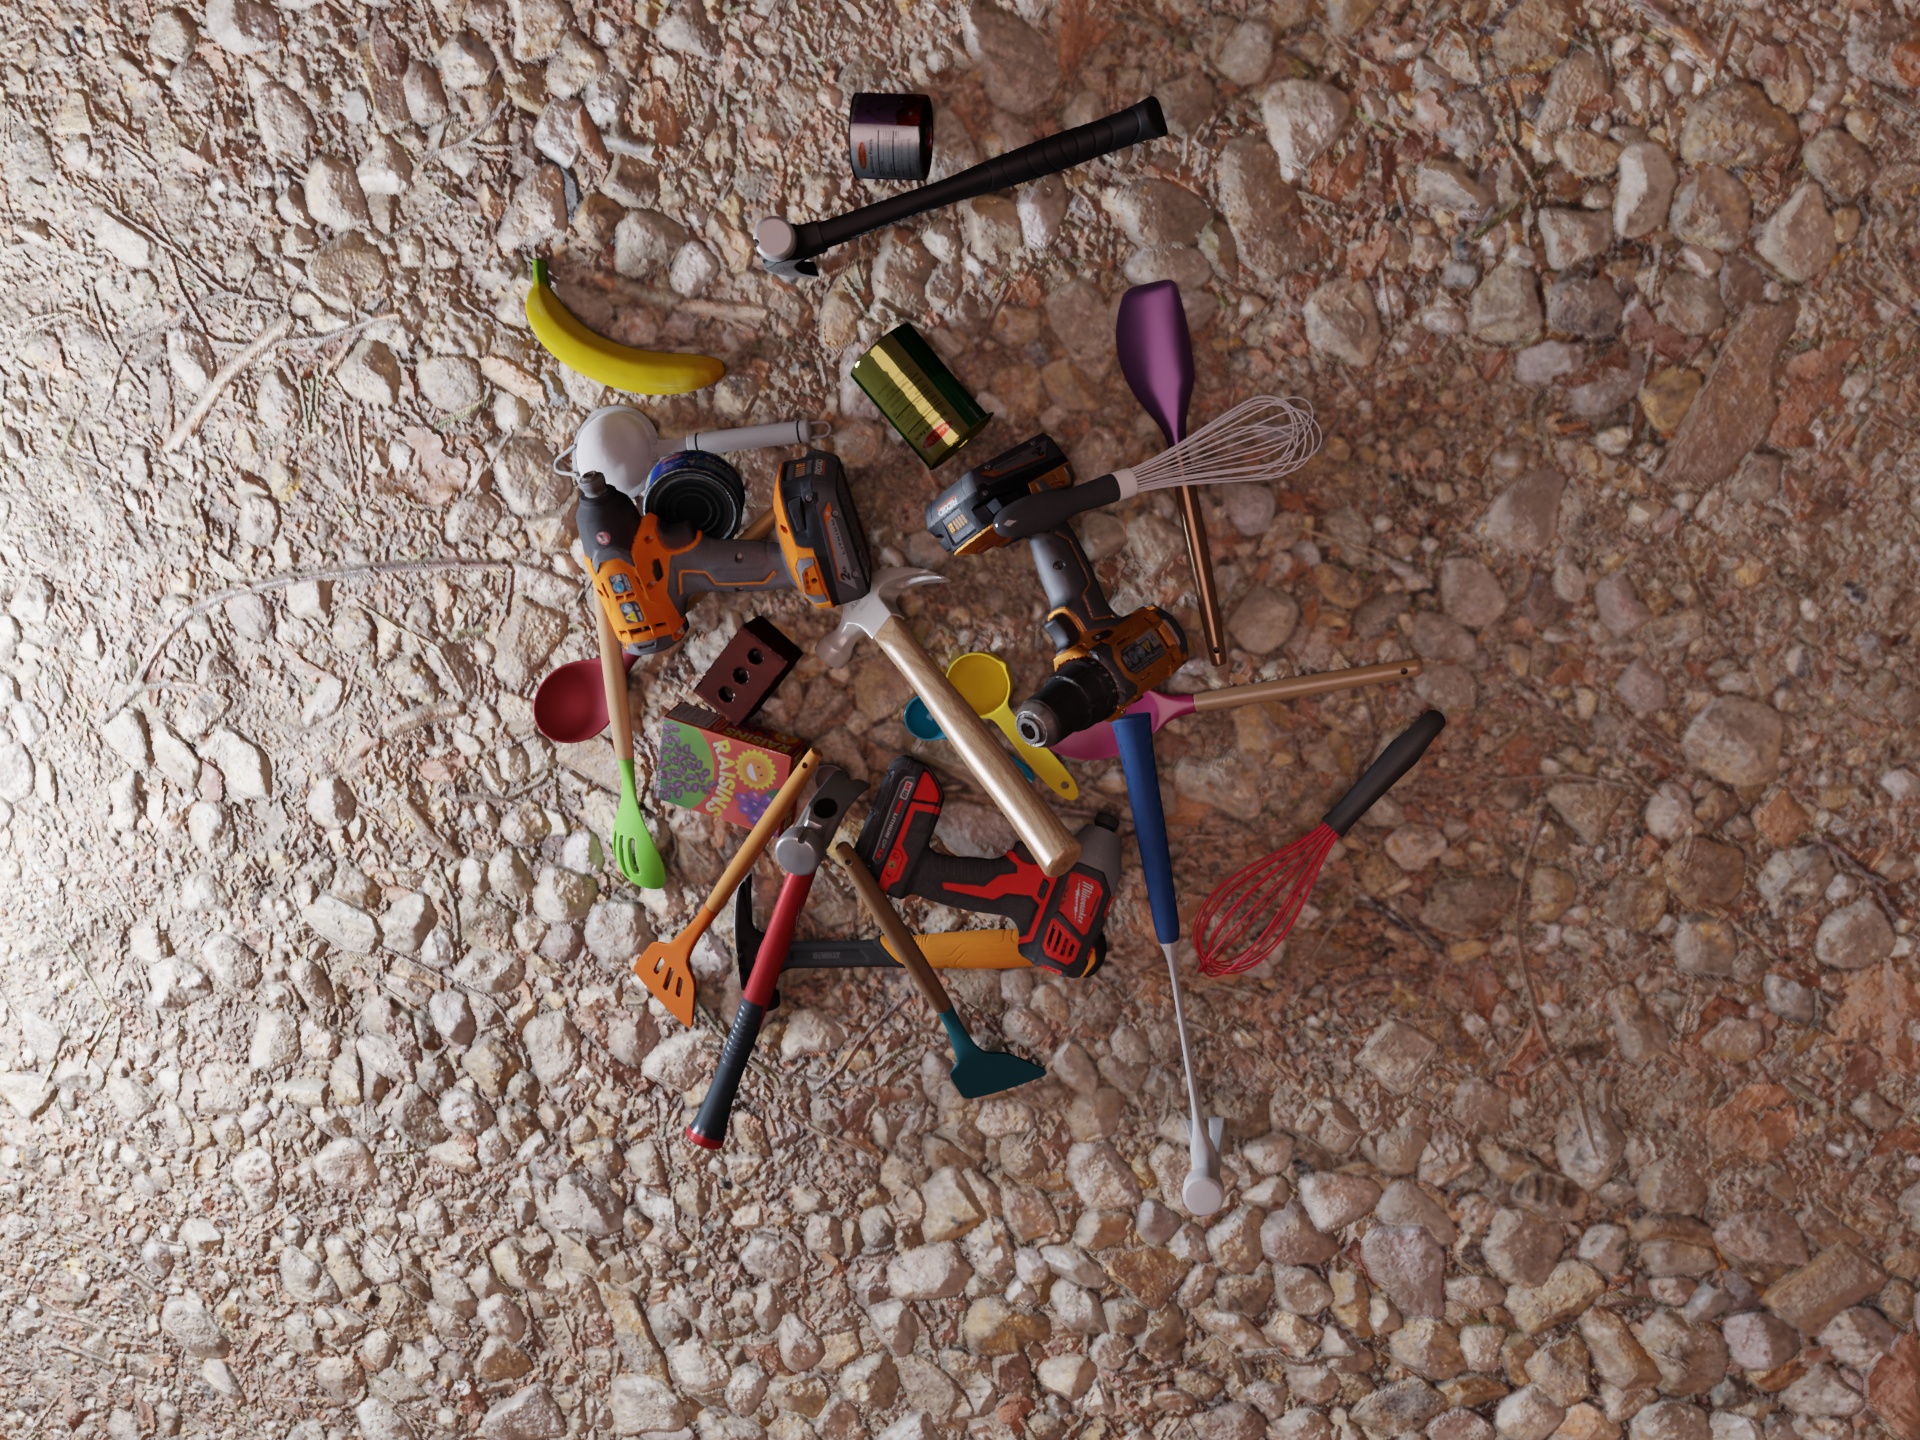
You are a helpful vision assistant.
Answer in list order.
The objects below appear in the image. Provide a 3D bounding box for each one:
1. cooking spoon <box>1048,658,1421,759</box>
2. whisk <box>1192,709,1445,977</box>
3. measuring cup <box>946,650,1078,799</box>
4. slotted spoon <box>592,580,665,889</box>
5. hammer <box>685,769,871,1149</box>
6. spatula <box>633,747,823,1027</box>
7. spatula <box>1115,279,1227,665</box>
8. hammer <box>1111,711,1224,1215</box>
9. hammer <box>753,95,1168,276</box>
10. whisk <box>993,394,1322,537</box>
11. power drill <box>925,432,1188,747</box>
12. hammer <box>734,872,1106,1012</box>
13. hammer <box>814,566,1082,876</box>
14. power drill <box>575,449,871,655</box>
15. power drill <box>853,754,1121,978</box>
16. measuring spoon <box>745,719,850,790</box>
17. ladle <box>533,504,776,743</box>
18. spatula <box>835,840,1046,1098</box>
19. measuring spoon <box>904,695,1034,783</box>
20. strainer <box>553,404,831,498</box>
[{"bbox_3d":[0.222,-0.018,1.332,0.319,0.017,0.069,-9,95,13],"label":"cooking spoon"},{"bbox_3d":[0.296,0.103,1.325,0.073,0.073,0.296,41,101,1],"label":"whisk"},{"bbox_3d":[0.050,0.005,1.365,0.062,0.029,0.156,-40,93,17],"label":"measuring cup"},{"bbox_3d":[-0.302,0.008,1.409,0.070,0.031,0.313,13,114,44],"label":"slotted spoon"},{"bbox_3d":[-0.168,0.223,1.395,0.038,0.143,0.386,25,118,5],"label":"hammer"},{"bbox_3d":[-0.203,0.146,1.412,0.081,0.041,0.322,42,113,15],"label":"spatula"},{"bbox_3d":[0.180,-0.198,1.302,0.060,0.018,0.316,-11,98,14],"label":"spatula"},{"bbox_3d":[0.176,0.194,1.337,0.035,0.144,0.405,-9,94,11],"label":"hammer"},{"bbox_3d":[0.002,-0.420,1.253,0.335,0.146,0.035,-19,98,3],"label":"hammer"},{"bbox_3d":[0.154,-0.194,1.236,0.284,0.070,0.070,-20,98,-15],"label":"whisk"},{"bbox_3d":[0.066,-0.097,1.265,0.226,0.185,0.084,57,140,-1],"label":"power drill"},{"bbox_3d":[-0.039,0.198,1.421,0.337,0.034,0.127,-2,102,11],"label":"hammer"},{"bbox_3d":[-0.002,-0.004,1.278,0.130,0.031,0.332,-51,53,19],"label":"hammer"},{"bbox_3d":[-0.201,-0.150,1.316,0.226,0.084,0.164,-12,126,7],"label":"power drill"},{"bbox_3d":[0.027,0.116,1.357,0.219,0.078,0.143,22,82,3],"label":"power drill"},{"bbox_3d":[-0.149,0.029,1.419,0.124,0.018,0.034,32,119,10],"label":"measuring spoon"},{"bbox_3d":[-0.259,-0.093,1.407,0.315,0.031,0.069,-41,102,14],"label":"ladle"},{"bbox_3d":[-0.027,0.221,1.363,0.082,0.044,0.317,-21,116,16],"label":"spatula"},{"bbox_3d":[0.009,0.018,1.386,0.128,0.021,0.042,32,106,-6],"label":"measuring spoon"},{"bbox_3d":[-0.237,-0.238,1.367,0.258,0.050,0.087,-5,86,9],"label":"strainer"}]
